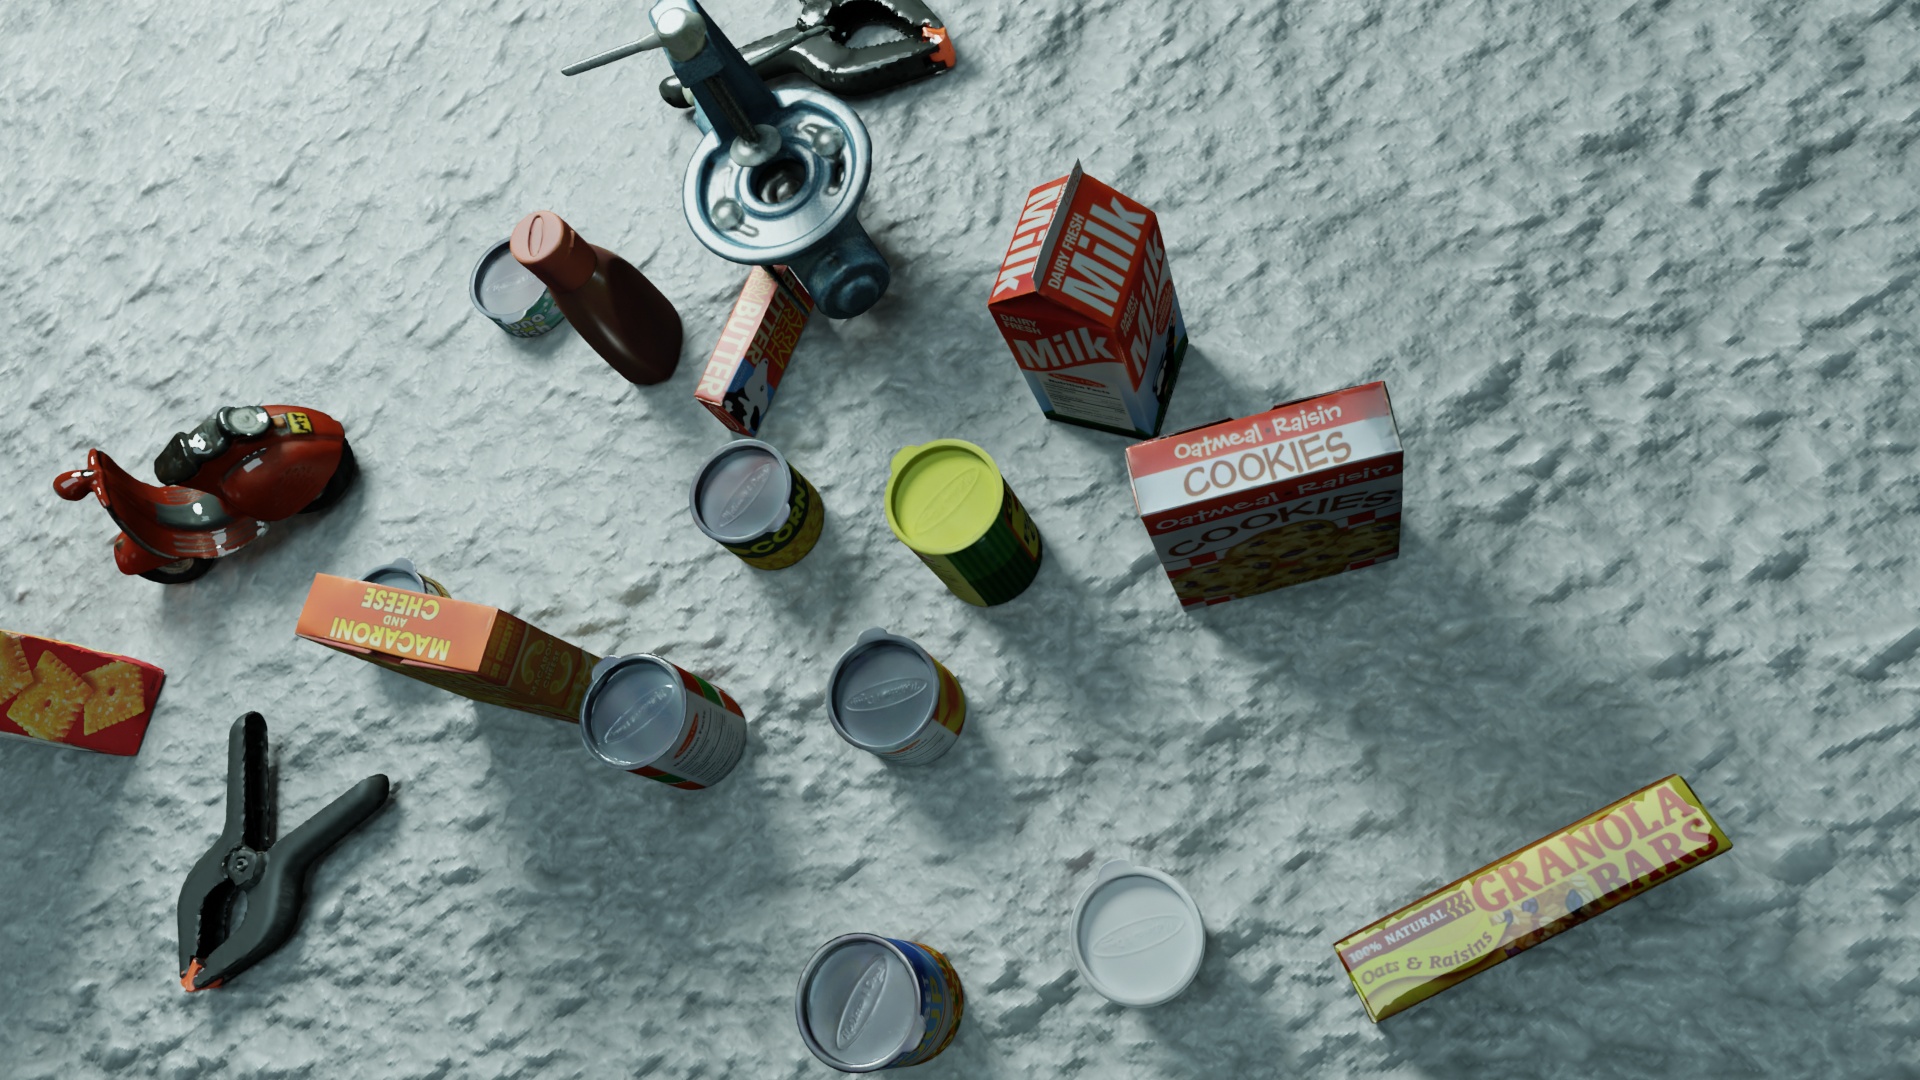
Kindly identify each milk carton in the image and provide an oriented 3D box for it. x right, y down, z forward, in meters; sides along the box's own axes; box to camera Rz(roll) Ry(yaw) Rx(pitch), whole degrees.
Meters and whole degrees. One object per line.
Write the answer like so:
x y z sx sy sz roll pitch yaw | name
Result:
0.071 -0.128 0.762 0.073 0.190 0.072 15 76 20 | milk carton

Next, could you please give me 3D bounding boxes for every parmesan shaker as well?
0.003 -0.010 0.788 0.071 0.103 0.071 -5 70 15 | parmesan shaker

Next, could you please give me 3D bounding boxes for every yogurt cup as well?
0.094 0.204 0.713 0.072 0.054 0.072 -5 70 15 | yogurt cup

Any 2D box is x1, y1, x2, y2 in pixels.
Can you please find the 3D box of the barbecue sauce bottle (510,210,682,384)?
-0.229 -0.156 0.883 0.043 0.148 0.065 -6 70 15 | barbecue sauce bottle

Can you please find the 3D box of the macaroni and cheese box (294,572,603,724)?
-0.277 0.070 0.807 0.124 0.166 0.040 9 75 19 | macaroni and cheese box

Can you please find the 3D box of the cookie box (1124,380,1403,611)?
0.159 -0.018 0.710 0.123 0.167 0.040 -15 68 11 | cookie box

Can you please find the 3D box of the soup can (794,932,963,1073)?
-0.038 0.242 0.722 0.071 0.083 0.071 -5 70 15 | soup can

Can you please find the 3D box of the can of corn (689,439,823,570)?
-0.122 -0.019 0.853 0.071 0.058 0.071 -5 70 15 | can of corn

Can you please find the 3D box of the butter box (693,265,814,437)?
-0.132 -0.124 0.895 0.024 0.053 0.103 18 77 21 | butter box

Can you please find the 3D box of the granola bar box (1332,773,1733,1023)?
0.255 0.169 0.640 0.165 0.124 0.039 -29 66 5 | granola bar box

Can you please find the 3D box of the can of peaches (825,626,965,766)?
-0.036 0.090 0.789 0.071 0.058 0.071 -5 70 15 | can of peaches

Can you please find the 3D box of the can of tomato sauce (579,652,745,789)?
-0.173 0.106 0.810 0.071 0.083 0.071 -5 70 15 | can of tomato sauce

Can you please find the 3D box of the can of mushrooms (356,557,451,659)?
-0.370 0.049 0.914 0.071 0.033 0.071 -5 70 15 | can of mushrooms

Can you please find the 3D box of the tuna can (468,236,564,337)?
-0.307 -0.176 0.976 0.071 0.032 0.071 -5 70 15 | tuna can
